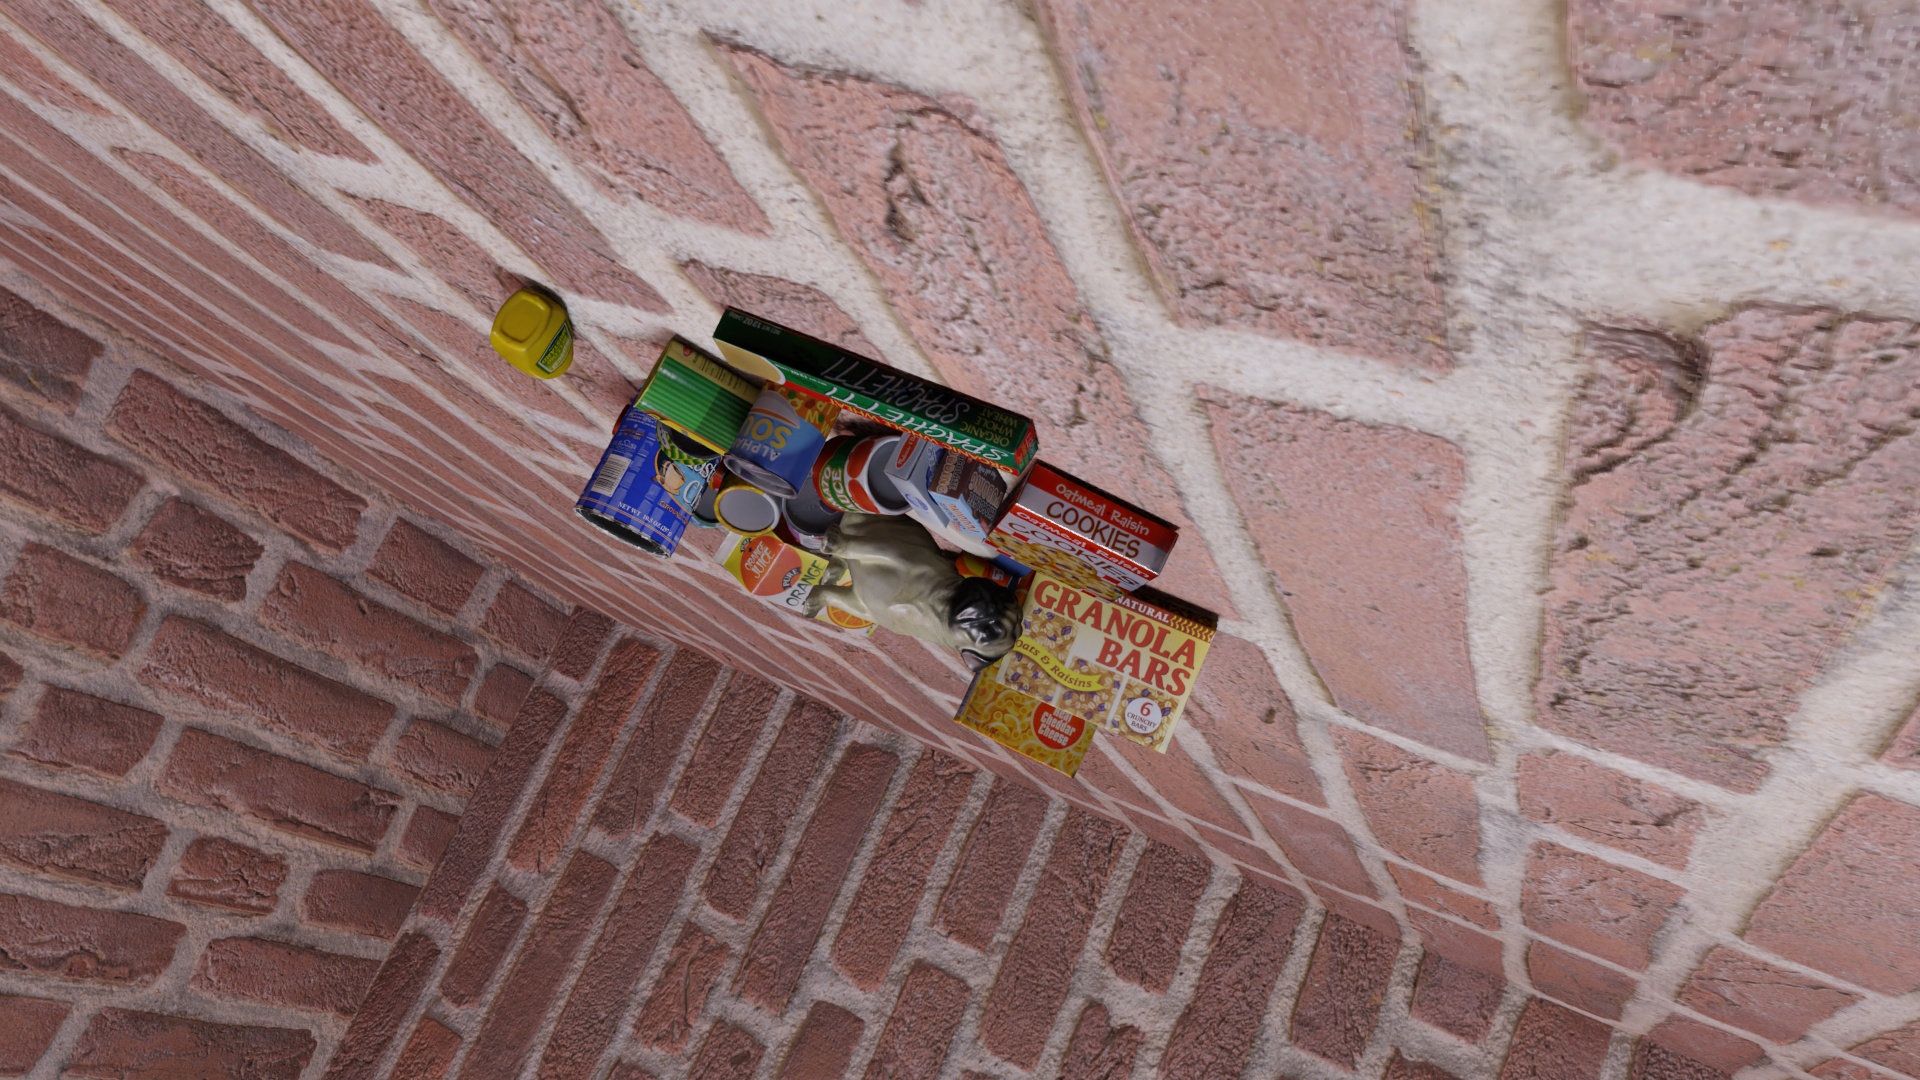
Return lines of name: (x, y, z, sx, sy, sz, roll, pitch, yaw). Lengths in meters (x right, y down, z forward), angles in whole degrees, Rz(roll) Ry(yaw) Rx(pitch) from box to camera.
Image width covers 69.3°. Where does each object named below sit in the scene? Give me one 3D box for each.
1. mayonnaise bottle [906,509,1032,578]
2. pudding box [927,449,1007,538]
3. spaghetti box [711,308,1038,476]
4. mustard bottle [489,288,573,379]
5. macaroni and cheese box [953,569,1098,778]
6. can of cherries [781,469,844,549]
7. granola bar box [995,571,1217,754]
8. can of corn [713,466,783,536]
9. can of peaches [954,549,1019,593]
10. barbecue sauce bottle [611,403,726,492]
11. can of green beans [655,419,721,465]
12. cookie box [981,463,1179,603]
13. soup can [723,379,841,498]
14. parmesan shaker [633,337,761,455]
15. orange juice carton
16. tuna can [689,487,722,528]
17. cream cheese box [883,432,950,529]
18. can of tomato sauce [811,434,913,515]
mayonnaise bottle: (0.004, -0.015, 1.218, 0.148, 0.041, 0.065, 32, 172, -30)
pudding box: (0.006, -0.040, 1.101, 0.030, 0.050, 0.083, 18, 164, 22)
spaghetti box: (-0.063, -0.109, 1.014, 0.250, 0.029, 0.050, 22, 167, 13)
mustard bottle: (-0.376, -0.176, 1.244, 0.049, 0.065, 0.160, 31, 172, -1)
macaroni and cheese box: (0.085, 0.123, 1.320, 0.124, 0.166, 0.040, 27, 171, -8)
can of cherries: (-0.140, -0.032, 1.364, 0.071, 0.071, 0.058, 24, 167, 4)
granola bar box: (0.131, 0.100, 1.247, 0.166, 0.124, 0.039, 22, -168, 11)
can of corn: (-0.208, -0.046, 1.370, 0.071, 0.058, 0.070, 4, 131, 4)
can of peaches: (0.021, 0.043, 1.358, 0.058, 0.071, 0.071, 23, 166, 11)
barbecue sauce bottle: (-0.283, -0.091, 1.429, 0.148, 0.044, 0.064, 28, 164, -8)
can of green beans: (-0.239, -0.103, 1.260, 0.071, 0.071, 0.057, 30, 166, -18)
cookie box: (0.092, -0.002, 1.116, 0.123, 0.040, 0.167, 26, 167, -3)
soup can: (-0.144, -0.087, 1.119, 0.071, 0.084, 0.071, 23, 165, 7)
parmesan shaker: (-0.213, -0.114, 1.164, 0.103, 0.071, 0.071, 30, 165, -17)
orange juice carton: (-0.161, 0.027, 1.462, 0.192, 0.071, 0.073, 24, -154, -31)
tuna can: (-0.279, -0.048, 1.535, 0.071, 0.071, 0.033, 31, 164, -22)
cream cheese box: (-0.024, -0.053, 1.100, 0.024, 0.053, 0.103, 21, 166, 24)
can of tomato sauce: (-0.076, -0.054, 1.152, 0.071, 0.071, 0.083, 34, 163, -32)
